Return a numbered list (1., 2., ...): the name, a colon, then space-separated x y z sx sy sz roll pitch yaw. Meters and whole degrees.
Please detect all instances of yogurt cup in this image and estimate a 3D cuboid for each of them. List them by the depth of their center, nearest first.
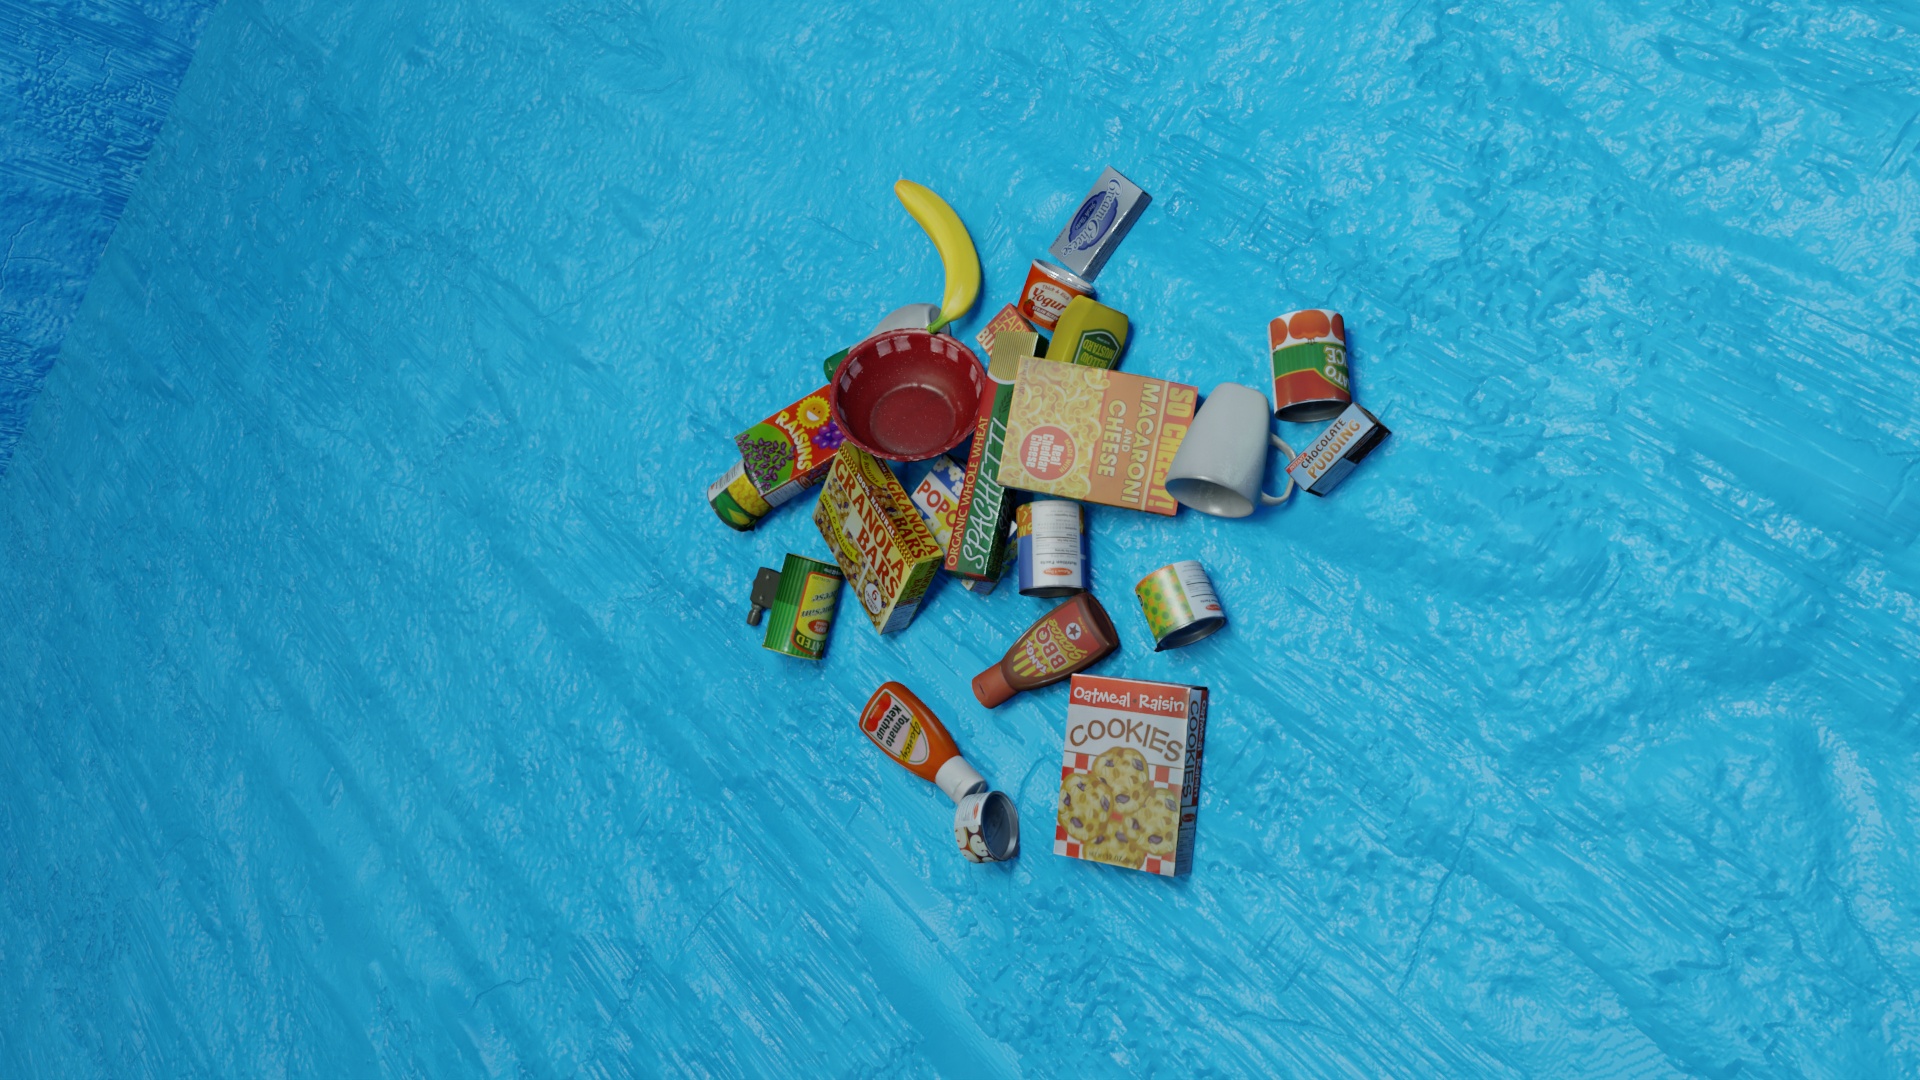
1. yogurt cup: 0.091 -0.240 1.373 0.072 0.072 0.053 39 112 32

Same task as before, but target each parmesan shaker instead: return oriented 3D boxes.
1. parmesan shaker: -0.169 0.070 1.484 0.071 0.071 0.103 14 89 35

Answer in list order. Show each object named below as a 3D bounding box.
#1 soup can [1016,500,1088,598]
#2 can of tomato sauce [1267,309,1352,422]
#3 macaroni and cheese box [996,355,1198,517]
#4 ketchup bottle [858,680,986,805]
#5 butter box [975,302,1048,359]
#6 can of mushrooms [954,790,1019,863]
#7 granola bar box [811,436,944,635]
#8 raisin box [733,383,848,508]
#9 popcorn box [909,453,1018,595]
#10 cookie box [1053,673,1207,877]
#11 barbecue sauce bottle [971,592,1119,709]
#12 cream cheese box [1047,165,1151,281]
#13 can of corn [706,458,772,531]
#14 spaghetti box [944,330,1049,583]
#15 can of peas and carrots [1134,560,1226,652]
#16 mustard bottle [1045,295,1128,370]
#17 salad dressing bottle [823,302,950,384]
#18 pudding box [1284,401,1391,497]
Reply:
1. soup can: 0.087 0.009 1.329 0.071 0.071 0.084 -9 76 33
2. can of tomato sauce: 0.306 -0.152 1.209 0.071 0.071 0.083 -10 75 32
3. macaroni and cheese box: 0.127 -0.097 1.290 0.166 0.040 0.123 11 90 5
4. ketchup bottle: -0.035 0.207 1.387 0.149 0.043 0.064 39 103 32
5. butter box: 0.062 -0.187 1.405 0.053 0.024 0.104 -44 61 20
6. can of mushrooms: 0.026 0.275 1.320 0.033 0.071 0.071 -14 74 31
7. granola bar box: -0.087 -0.005 1.432 0.166 0.039 0.123 58 142 27
8. raisin box: -0.173 -0.103 1.514 0.123 0.040 0.086 -29 65 4
9. popcorn box: 0.005 -0.018 1.403 0.127 0.038 0.085 46 106 31
10. cookie box: 0.154 0.209 1.261 0.123 0.040 0.167 3 84 34
11. barbecue sauce bottle: 0.077 0.112 1.328 0.148 0.044 0.065 -35 73 25
12. cream cheese box: 0.138 -0.313 1.377 0.053 0.024 0.103 45 107 30
13. can of corn: -0.238 -0.051 1.559 0.058 0.071 0.071 -38 63 22
14. spaghetti box: 0.036 -0.083 1.357 0.050 0.028 0.250 8 81 32
15. can of peas and carrots: 0.195 0.059 1.245 0.070 0.071 0.059 -31 65 26
16. mustard bottle: 0.108 -0.154 1.344 0.049 0.065 0.160 37 109 59
17. salad dressing bottle: -0.081 -0.207 1.494 0.147 0.044 0.064 -20 72 31
18. pudding box: 0.325 -0.077 1.192 0.083 0.050 0.030 -46 62 19
